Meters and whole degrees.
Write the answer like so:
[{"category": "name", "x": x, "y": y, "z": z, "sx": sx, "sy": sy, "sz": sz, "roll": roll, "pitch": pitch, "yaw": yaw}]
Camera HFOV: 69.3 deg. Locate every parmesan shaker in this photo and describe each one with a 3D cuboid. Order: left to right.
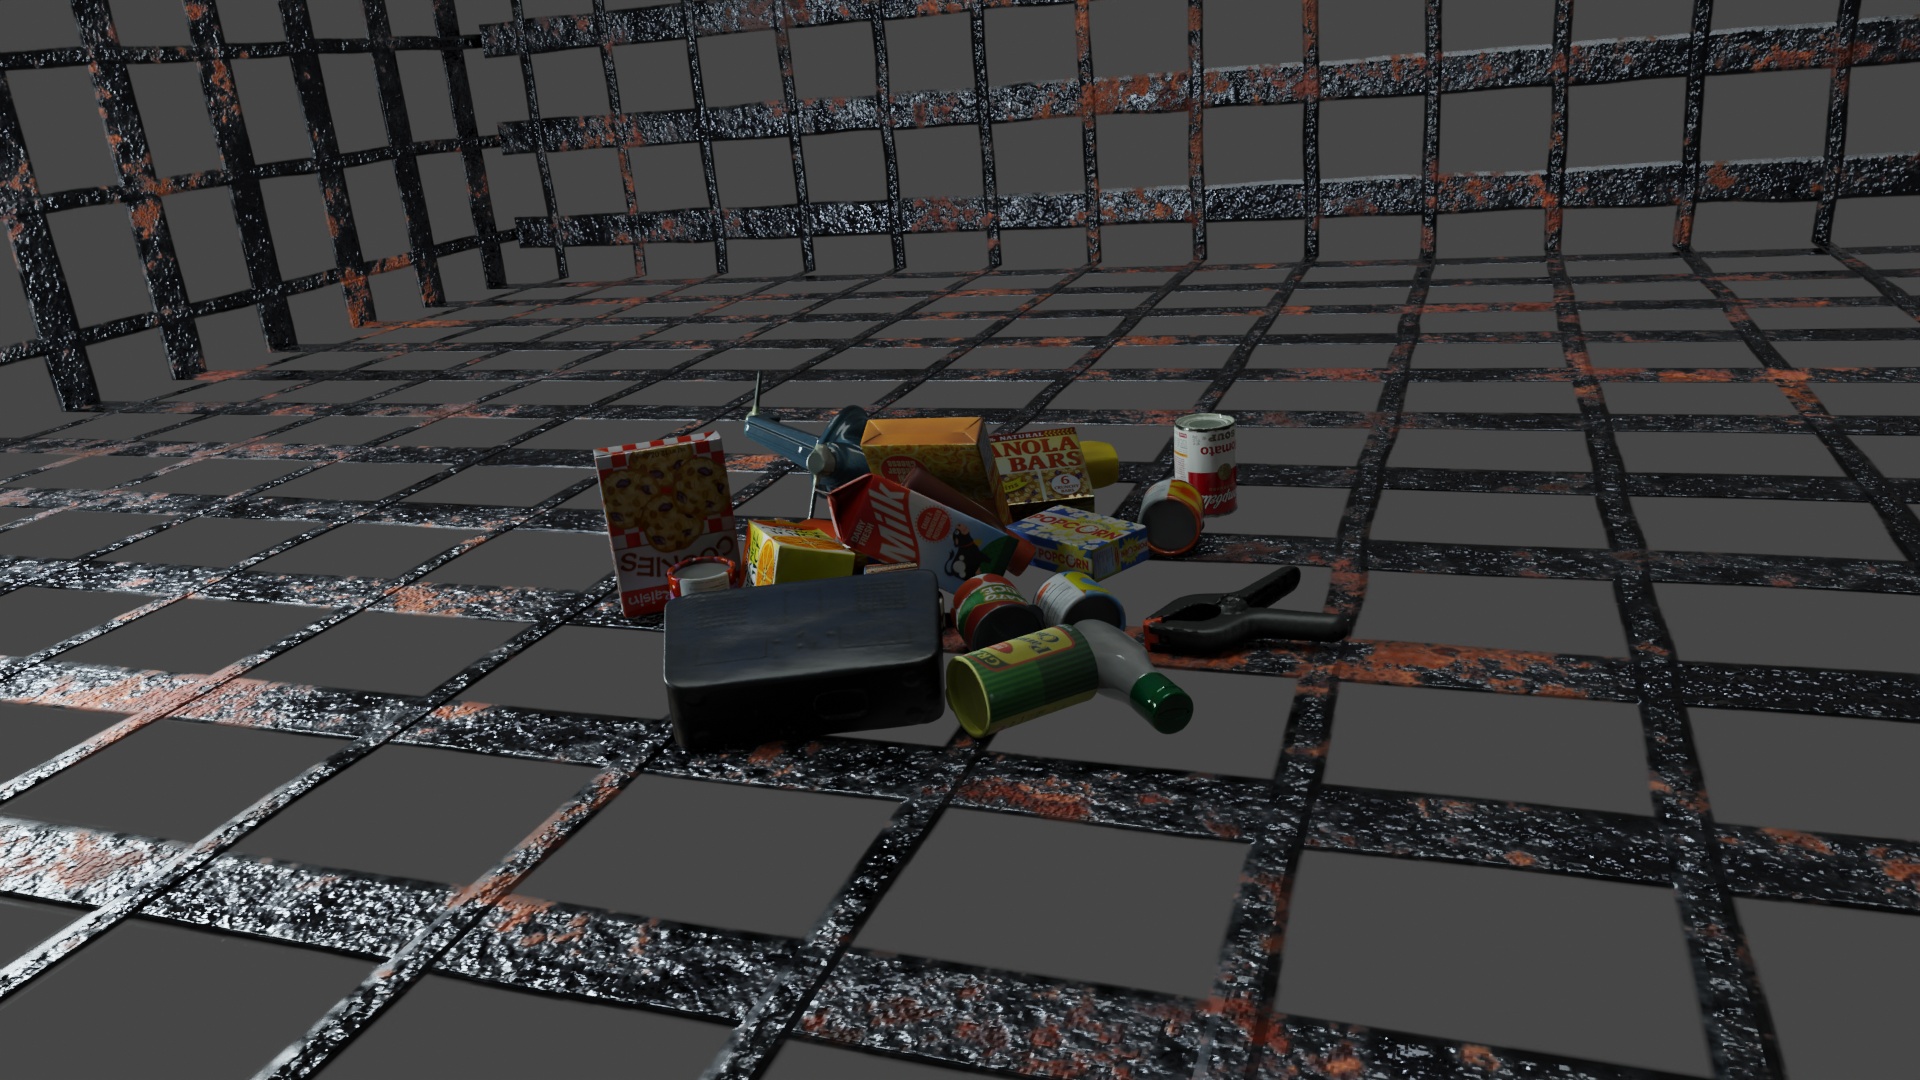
[{"category": "parmesan shaker", "x": 0.048, "y": 0.110, "z": 1.101, "sx": 0.103, "sy": 0.071, "sz": 0.071, "roll": -15, "pitch": 22, "yaw": -28}]

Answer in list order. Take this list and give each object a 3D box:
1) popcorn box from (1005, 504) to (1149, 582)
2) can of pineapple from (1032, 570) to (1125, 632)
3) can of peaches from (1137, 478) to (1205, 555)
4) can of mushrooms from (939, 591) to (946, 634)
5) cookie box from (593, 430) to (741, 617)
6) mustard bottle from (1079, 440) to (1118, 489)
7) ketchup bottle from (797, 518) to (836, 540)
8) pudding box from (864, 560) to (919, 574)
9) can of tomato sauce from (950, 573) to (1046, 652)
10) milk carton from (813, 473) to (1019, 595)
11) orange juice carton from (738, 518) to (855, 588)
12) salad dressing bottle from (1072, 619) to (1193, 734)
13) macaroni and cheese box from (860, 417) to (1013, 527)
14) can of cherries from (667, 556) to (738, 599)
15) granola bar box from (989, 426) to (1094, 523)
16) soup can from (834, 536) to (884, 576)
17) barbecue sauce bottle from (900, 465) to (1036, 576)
[{"category": "popcorn box", "x": 0.118, "y": 0.002, "z": 1.424, "sx": 0.085, "sy": 0.038, "sz": 0.127, "roll": -21, "pitch": 25, "yaw": -39}, {"category": "can of pineapple", "x": 0.105, "y": 0.066, "z": 1.209, "sx": 0.071, "sy": 0.070, "sz": 0.058, "roll": -11, "pitch": 21, "yaw": -17}, {"category": "can of peaches", "x": 0.219, "y": -0.023, "z": 1.433, "sx": 0.071, "sy": 0.071, "sz": 0.058, "roll": 0, "pitch": 20, "yaw": 14}, {"category": "can of mushrooms", "x": -0.045, "y": 0.068, "z": 1.287, "sx": 0.071, "sy": 0.033, "sz": 0.071, "roll": -5, "pitch": 19, "yaw": 2}, {"category": "cookie box", "x": -0.288, "y": -0.016, "z": 1.384, "sx": 0.123, "sy": 0.167, "sz": 0.040, "roll": -11, "pitch": 17, "yaw": -15}, {"category": "mustard bottle", "x": 0.105, "y": -0.083, "z": 1.652, "sx": 0.160, "sy": 0.048, "sz": 0.065, "roll": -7, "pitch": 25, "yaw": -5}, {"category": "ketchup bottle", "x": -0.106, "y": 0.007, "z": 1.458, "sx": 0.149, "sy": 0.043, "sz": 0.065, "roll": 7, "pitch": 23, "yaw": 29}, {"category": "pudding box", "x": -0.057, "y": 0.063, "z": 1.231, "sx": 0.050, "sy": 0.083, "sz": 0.030, "roll": -6, "pitch": 16, "yaw": -3}, {"category": "can of tomato sauce", "x": 0.033, "y": 0.071, "z": 1.207, "sx": 0.071, "sy": 0.071, "sz": 0.083, "roll": -9, "pitch": 19, "yaw": -12}, {"category": "milk carton", "x": -0.050, "y": -0.009, "z": 1.298, "sx": 0.190, "sy": 0.073, "sz": 0.072, "roll": 25, "pitch": -1, "yaw": -8}, {"category": "orange juice carton", "x": -0.164, "y": 0.027, "z": 1.334, "sx": 0.073, "sy": 0.071, "sz": 0.193, "roll": 7, "pitch": 7, "yaw": -21}, {"category": "salad dressing bottle", "x": 0.134, "y": 0.109, "z": 1.116, "sx": 0.064, "sy": 0.043, "sz": 0.148, "roll": -5, "pitch": 19, "yaw": -22}, {"category": "macaroni and cheese box", "x": -0.022, "y": -0.056, "z": 1.441, "sx": 0.124, "sy": 0.165, "sz": 0.040, "roll": 0, "pitch": 50, "yaw": 17}, {"category": "can of cherries", "x": -0.248, "y": 0.052, "z": 1.343, "sx": 0.071, "sy": 0.058, "sz": 0.072, "roll": -4, "pitch": 20, "yaw": 2}, {"category": "granola bar box", "x": 0.060, "y": -0.069, "z": 1.570, "sx": 0.166, "sy": 0.038, "sz": 0.125, "roll": -6, "pitch": 44, "yaw": -4}, {"category": "soup can", "x": -0.077, "y": 0.023, "z": 1.374, "sx": 0.084, "sy": 0.071, "sz": 0.071, "roll": -9, "pitch": 19, "yaw": 3}, {"category": "barbecue sauce bottle", "x": 0.005, "y": -0.017, "z": 1.389, "sx": 0.148, "sy": 0.044, "sz": 0.064, "roll": 32, "pitch": -20, "yaw": -7}]
